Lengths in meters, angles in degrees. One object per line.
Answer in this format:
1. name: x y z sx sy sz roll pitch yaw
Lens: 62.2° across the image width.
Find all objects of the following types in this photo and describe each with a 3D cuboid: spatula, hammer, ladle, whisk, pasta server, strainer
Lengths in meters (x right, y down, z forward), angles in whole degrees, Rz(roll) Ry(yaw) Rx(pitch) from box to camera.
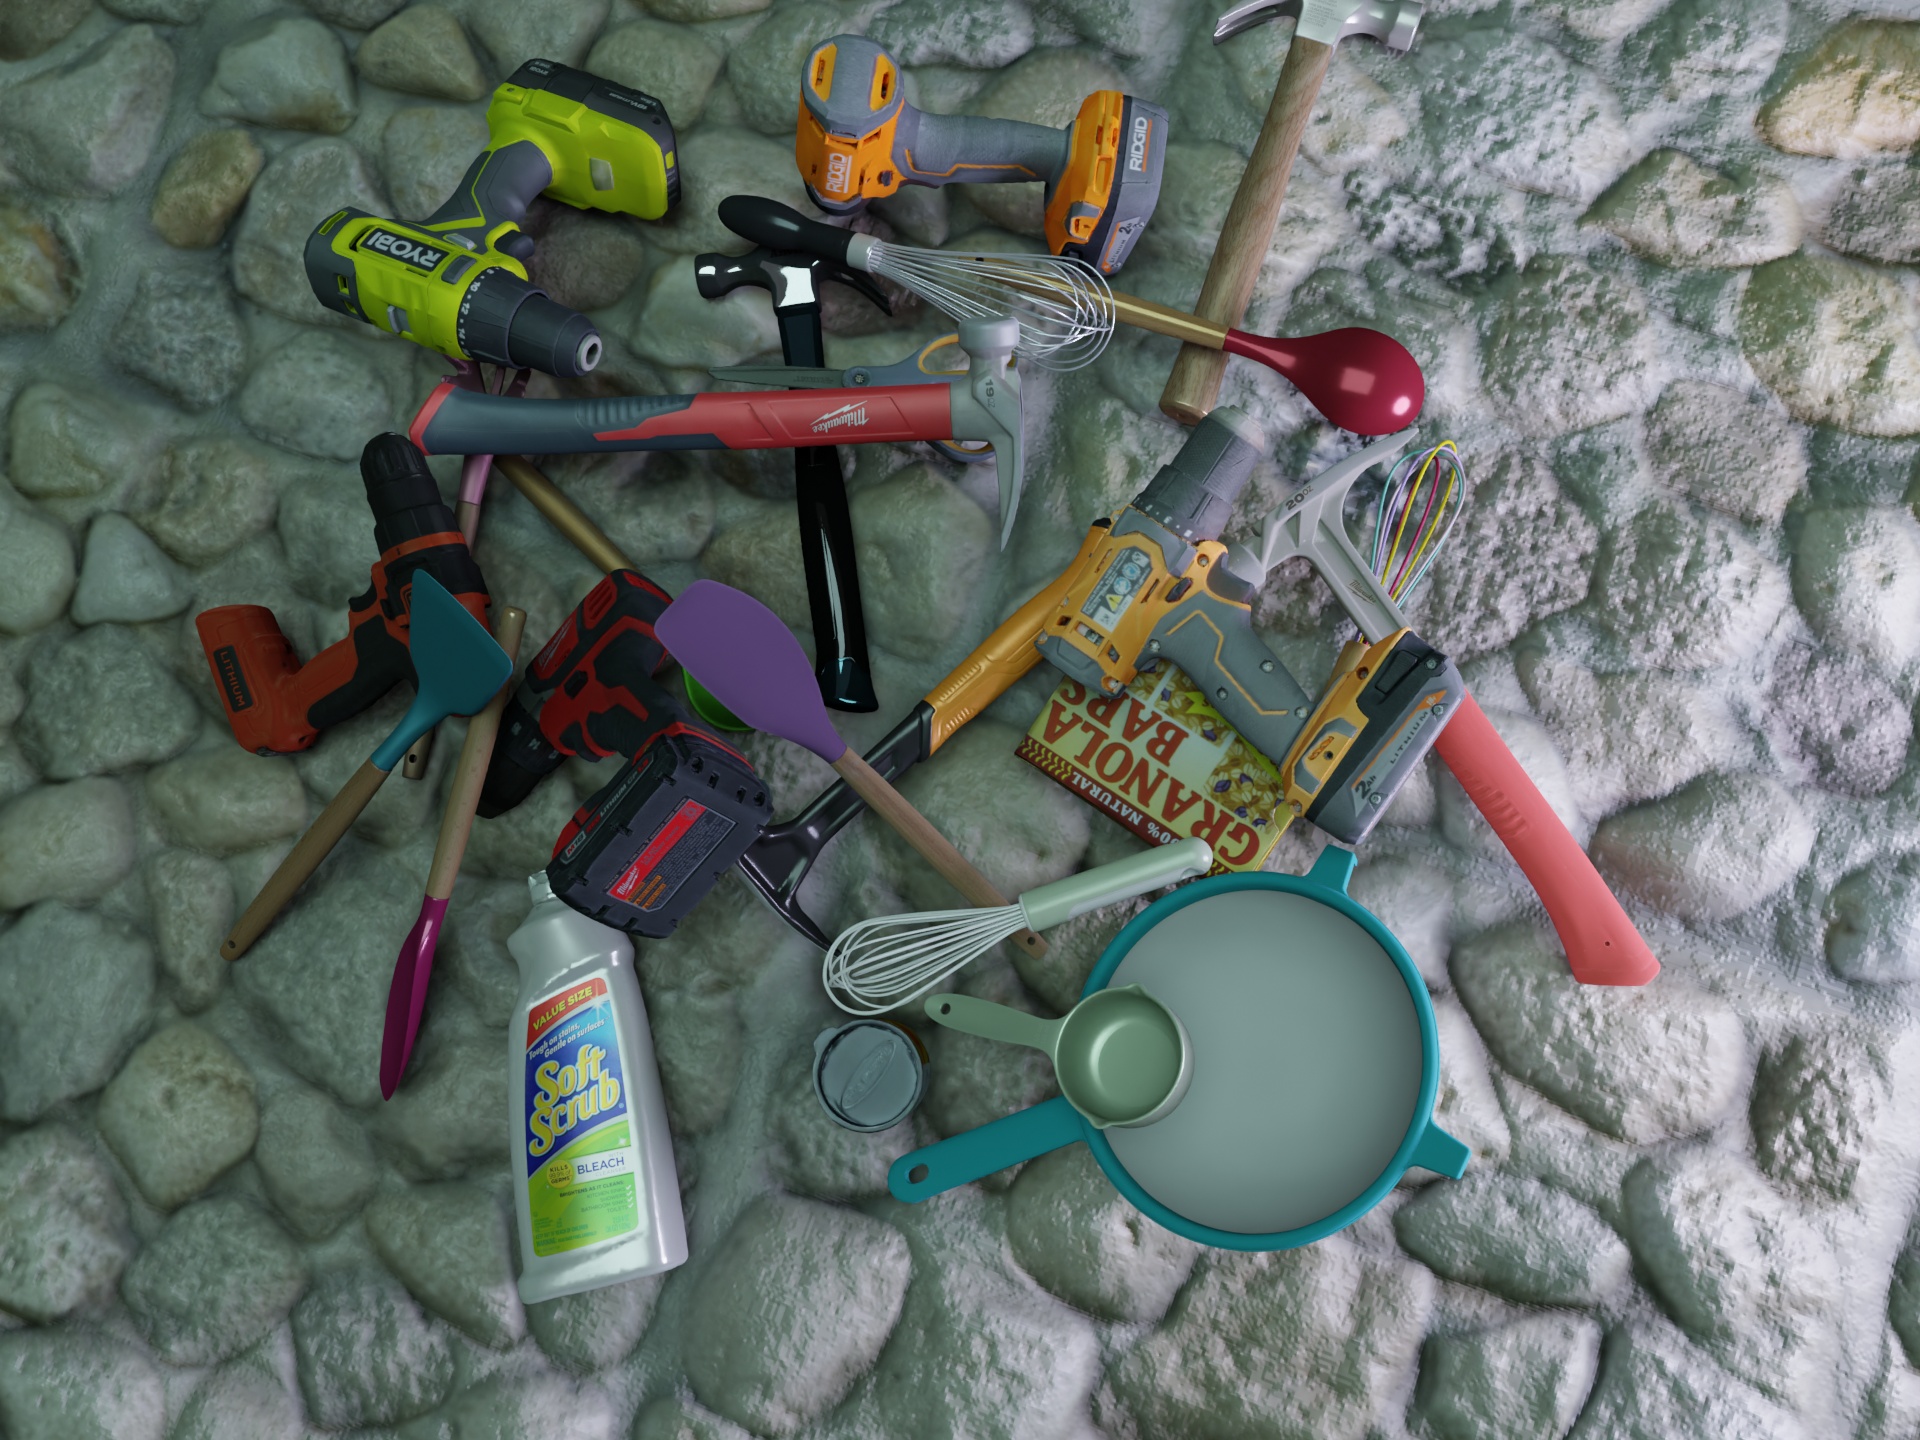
1. spatula: -0.375 0.044 0.969 0.082 0.044 0.317 45 109 5
2. hammer: -0.096 -0.165 1.053 0.128 0.033 0.331 -9 79 3
3. ladle: 0.147 -0.255 1.027 0.315 0.031 0.069 19 82 8
4. whisk: 0.033 0.118 0.949 0.246 0.057 0.059 -20 63 7
5. spatula: -0.054 0.036 0.951 0.060 0.018 0.315 -47 107 -11
6. pasta server: -0.331 -0.117 1.044 0.060 0.040 0.316 10 86 1
7. strainer: 0.121 0.226 0.942 0.340 0.095 0.211 -25 60 17
8. hammer: -0.153 -0.173 1.003 0.386 0.038 0.143 -1 109 5
9. whisk: 0.261 -0.068 1.007 0.051 0.047 0.245 24 85 7
10. hammer: 0.199 -0.354 1.069 0.130 0.031 0.331 19 82 7
11. whisk: -0.033 -0.294 1.027 0.285 0.070 0.070 22 82 15
12. hammer: 0.313 0.003 0.966 0.149 0.036 0.359 -35 87 1
13. hammer: -0.002 -0.003 1.000 0.337 0.034 0.127 -43 115 -11

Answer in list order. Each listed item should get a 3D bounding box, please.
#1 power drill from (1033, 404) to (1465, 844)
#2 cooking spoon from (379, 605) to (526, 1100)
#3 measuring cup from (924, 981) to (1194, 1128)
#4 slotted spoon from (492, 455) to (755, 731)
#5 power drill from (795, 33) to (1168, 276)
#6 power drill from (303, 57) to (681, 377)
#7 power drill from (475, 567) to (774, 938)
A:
1. power drill: 0.179 -0.058 0.918 0.226 0.084 0.185 35 99 17
2. cooking spoon: -0.313 0.083 0.972 0.017 0.069 0.319 12 100 -30
3. measuring cup: 0.056 0.184 0.915 0.168 0.038 0.083 9 74 32
4. slotted spoon: -0.227 -0.105 1.054 0.314 0.031 0.070 43 87 12
5. power drill: 0.005 -0.357 1.032 0.226 0.164 0.084 9 80 -7
6. power drill: -0.276 -0.317 1.023 0.190 0.080 0.229 22 57 11
7. power drill: -0.219 0.030 0.951 0.188 0.080 0.227 -48 42 9
